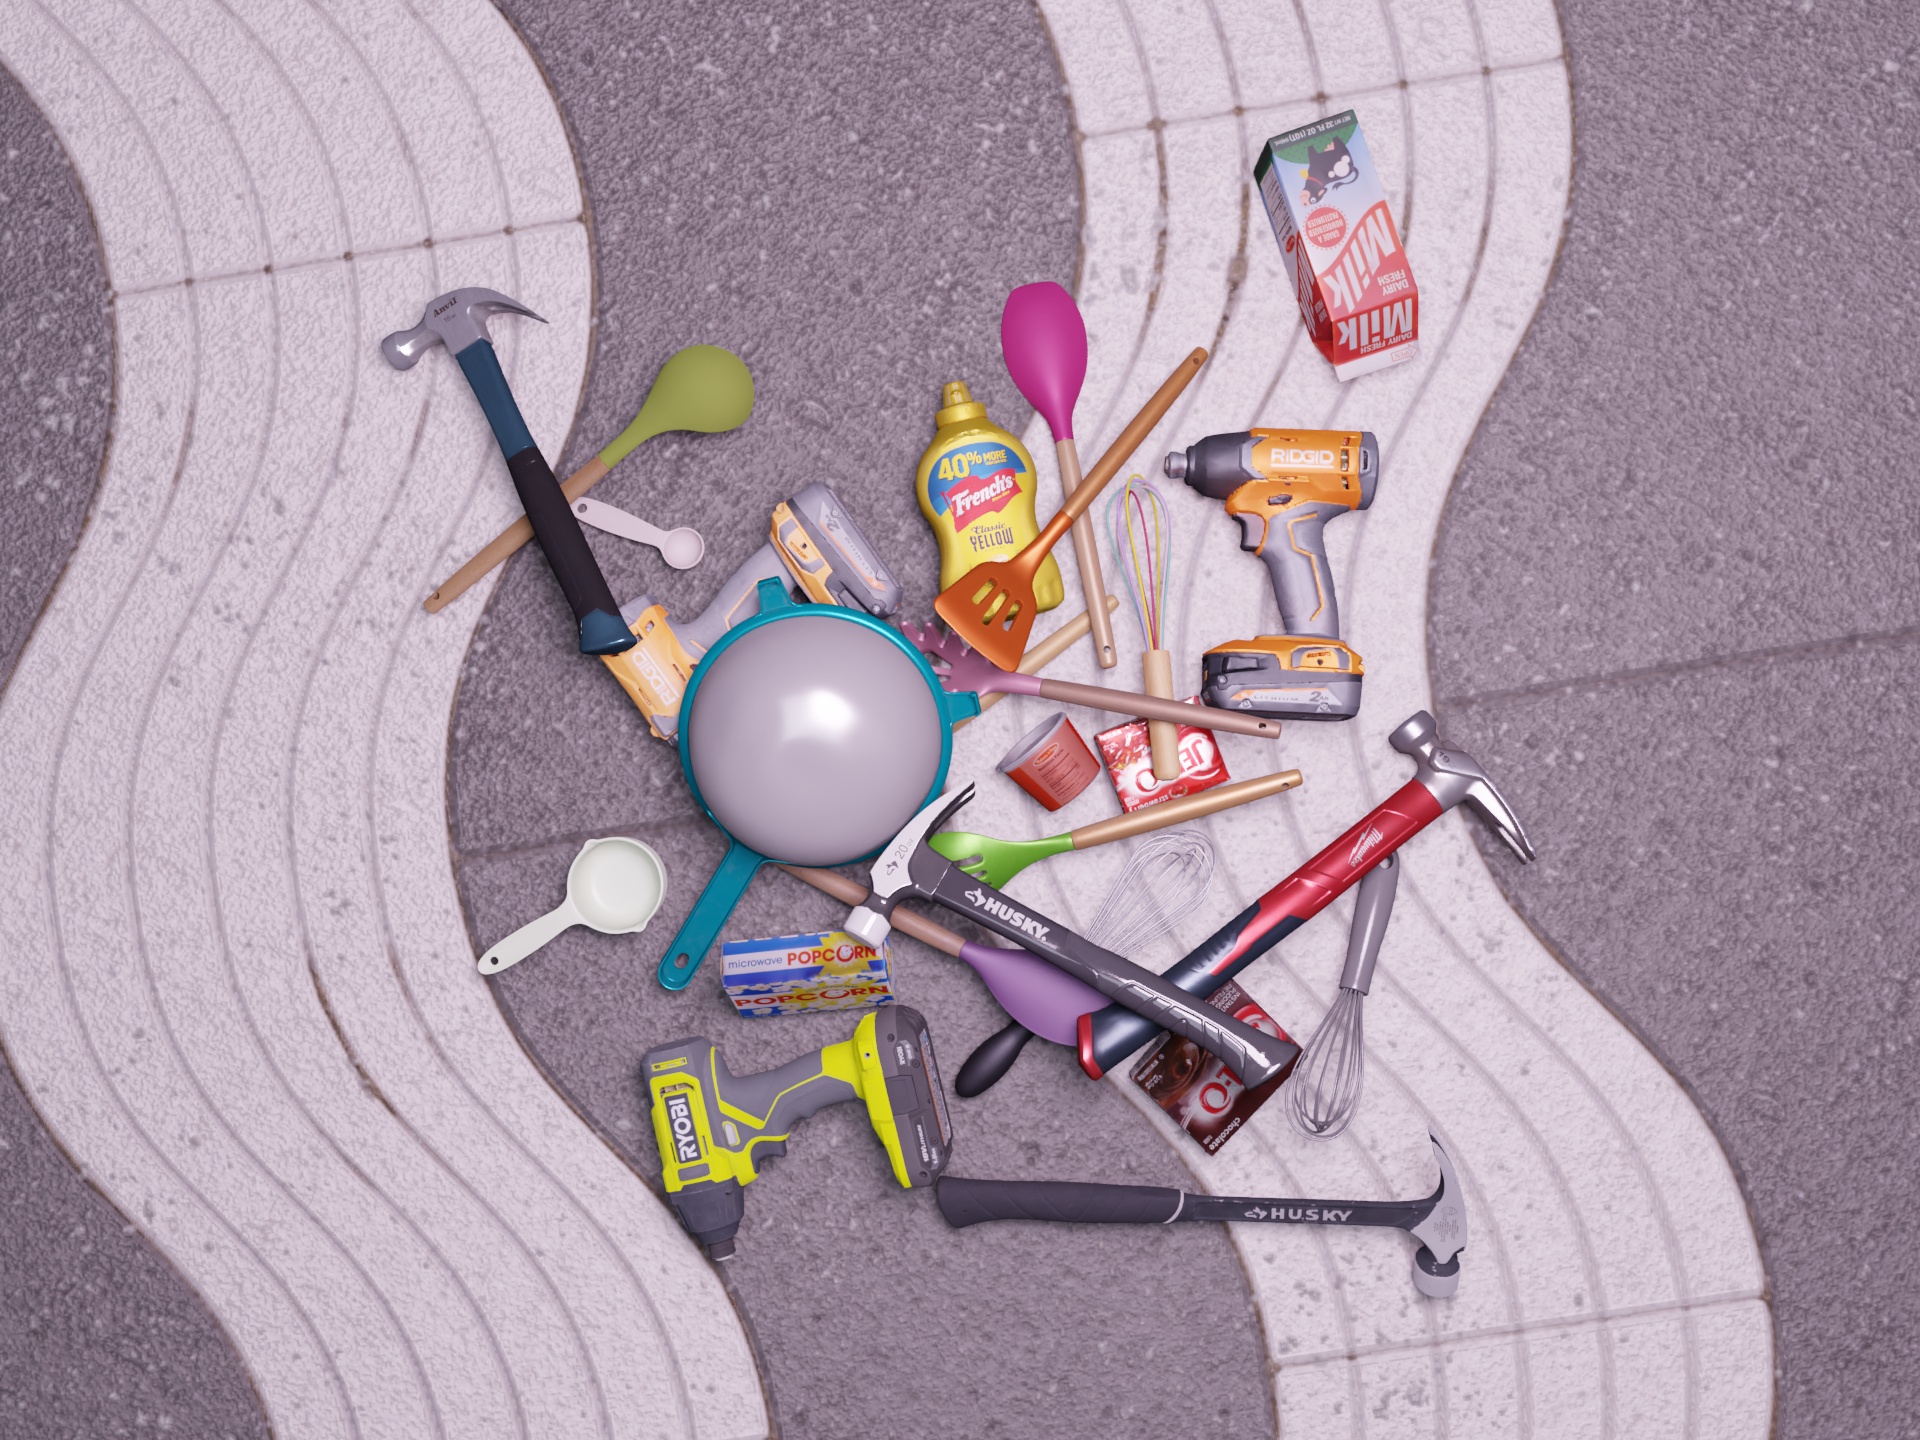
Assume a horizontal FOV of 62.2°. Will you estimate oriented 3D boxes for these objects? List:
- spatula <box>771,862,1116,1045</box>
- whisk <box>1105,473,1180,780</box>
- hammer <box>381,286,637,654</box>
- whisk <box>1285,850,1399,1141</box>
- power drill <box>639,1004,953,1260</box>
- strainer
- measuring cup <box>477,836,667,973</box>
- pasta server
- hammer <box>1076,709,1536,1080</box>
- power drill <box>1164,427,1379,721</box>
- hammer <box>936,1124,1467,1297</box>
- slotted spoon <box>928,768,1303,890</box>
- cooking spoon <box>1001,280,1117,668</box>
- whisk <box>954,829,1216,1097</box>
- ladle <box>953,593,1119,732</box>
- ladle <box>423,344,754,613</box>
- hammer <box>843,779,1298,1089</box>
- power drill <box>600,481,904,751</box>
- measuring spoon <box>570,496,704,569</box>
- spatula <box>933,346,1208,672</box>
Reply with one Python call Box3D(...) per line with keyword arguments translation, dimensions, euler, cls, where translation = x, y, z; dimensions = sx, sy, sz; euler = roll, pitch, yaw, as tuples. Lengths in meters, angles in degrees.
Box3D(translation=(-0.022, 0.170, 1.245), dimensions=(0.316, 0.018, 0.060), euler=(26, 89, 12), cls="spatula")
Box3D(translation=(0.147, -0.075, 1.242), dimensions=(0.051, 0.047, 0.245), euler=(-5, 80, 4), cls="whisk")
Box3D(translation=(-0.336, -0.193, 1.237), dimensions=(0.128, 0.033, 0.331), euler=(-30, 78, 11), cls="hammer")
Box3D(translation=(0.302, 0.207, 1.232), dimensions=(0.055, 0.055, 0.239), euler=(19, 74, 1), cls="whisk")
Box3D(translation=(-0.125, 0.319, 1.245), dimensions=(0.223, 0.080, 0.171), euler=(-14, 88, 5), cls="power drill")
Box3D(translation=(-0.144, 0.077, 1.194), dimensions=(0.211, 0.095, 0.340), euler=(30, 102, -8), cls="strainer")
Box3D(translation=(-0.309, 0.153, 1.269), dimensions=(0.167, 0.038, 0.083), euler=(-32, 89, 3), cls="measuring cup")
Box3D(translation=(0.087, -0.022, 1.219), dimensions=(0.316, 0.040, 0.060), euler=(11, 82, 16), cls="pasta server")
Box3D(translation=(0.254, 0.157, 1.210), dimensions=(0.386, 0.038, 0.143), euler=(-36, 76, -9), cls="hammer")
Box3D(translation=(0.238, -0.117, 1.240), dimensions=(0.164, 0.084, 0.226), euler=(3, 85, 2), cls="power drill")
Box3D(translation=(0.185, 0.376, 1.236), dimensions=(0.409, 0.036, 0.149), euler=(0, 117, 5), cls="hammer")
Box3D(translation=(0.112, 0.085, 1.237), dimensions=(0.314, 0.031, 0.070), euler=(-16, 121, 8), cls="slotted spoon")
Box3D(translation=(0.088, -0.197, 1.266), dimensions=(0.069, 0.017, 0.319), euler=(-11, 84, 1), cls="cooking spoon")
Box3D(translation=(0.097, 0.195, 1.251), dimensions=(0.070, 0.070, 0.284), euler=(43, 95, 1), cls="whisk")
Box3D(translation=(-0.002, -0.004, 1.269), dimensions=(0.315, 0.031, 0.069), euler=(-37, 86, -1), cls="ladle")
Box3D(translation=(-0.299, -0.186, 1.271), dimensions=(0.320, 0.062, 0.078), euler=(-38, 74, 6), cls="ladle")
Box3D(translation=(0.092, 0.170, 1.173), dimensions=(0.335, 0.035, 0.146), euler=(27, 72, 12), cls="hammer")
Box3D(translation=(-0.152, -0.056, 1.248), dimensions=(0.226, 0.084, 0.185), euler=(-35, 92, 5), cls="power drill")
Box3D(translation=(-0.262, -0.153, 1.285), dimensions=(0.124, 0.018, 0.034), euler=(22, 82, 8), cls="measuring spoon")
Box3D(translation=(0.099, -0.175, 1.224), dimensions=(0.081, 0.041, 0.323), euler=(41, 75, -8), cls="spatula")
